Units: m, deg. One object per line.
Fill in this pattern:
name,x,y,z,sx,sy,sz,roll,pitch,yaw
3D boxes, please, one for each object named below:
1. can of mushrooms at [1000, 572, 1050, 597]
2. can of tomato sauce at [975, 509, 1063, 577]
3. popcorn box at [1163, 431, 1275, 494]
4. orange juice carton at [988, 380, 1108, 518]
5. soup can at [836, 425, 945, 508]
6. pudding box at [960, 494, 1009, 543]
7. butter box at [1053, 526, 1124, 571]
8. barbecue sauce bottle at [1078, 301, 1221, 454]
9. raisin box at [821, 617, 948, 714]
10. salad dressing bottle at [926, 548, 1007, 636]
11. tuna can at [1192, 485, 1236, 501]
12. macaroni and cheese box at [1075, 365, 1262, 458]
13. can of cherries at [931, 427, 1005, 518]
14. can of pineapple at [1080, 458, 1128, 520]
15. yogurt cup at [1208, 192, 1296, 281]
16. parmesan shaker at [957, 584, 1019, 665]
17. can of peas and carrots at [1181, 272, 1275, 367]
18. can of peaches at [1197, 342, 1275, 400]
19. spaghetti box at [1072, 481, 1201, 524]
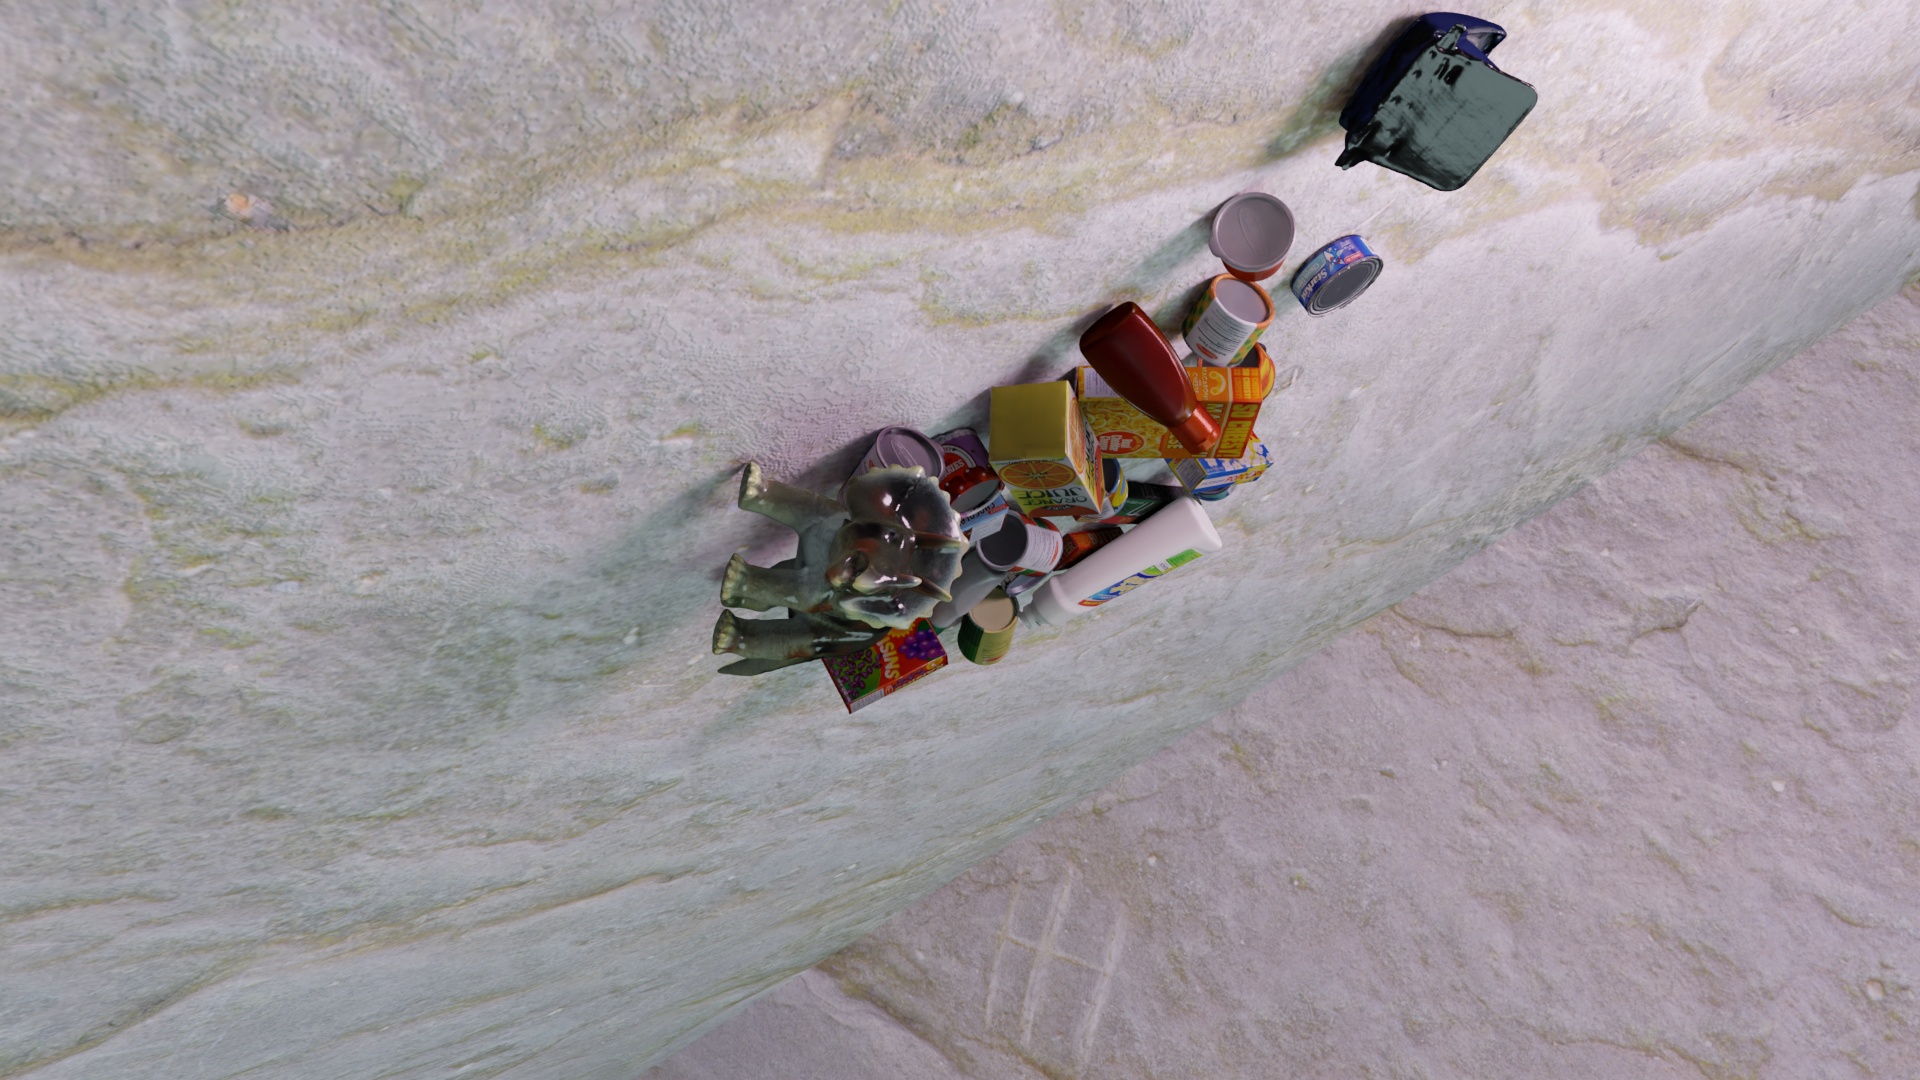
can of mushrooms,0.072,0.034,1.621,0.071,0.033,0.070,-27,160,-11
can of tomato sauce,0.061,0.003,1.492,0.071,0.071,0.083,-38,158,19
popcorn box,0.273,-0.101,1.512,0.127,0.085,0.038,-11,151,-42
orange juice carton,0.085,-0.073,1.280,0.072,0.073,0.192,-3,160,16
soup can,-0.059,-0.049,1.201,0.071,0.071,0.083,-12,153,-41
pudding box,0.005,-0.018,1.414,0.084,0.030,0.049,-24,160,-18
butter box,0.154,0.010,1.692,0.104,0.024,0.053,-7,150,-47
barbecue sauce bottle,0.172,-0.137,1.219,0.064,0.044,0.148,-36,114,20
raisin box,-0.087,0.125,1.537,0.123,0.086,0.040,-26,157,-12
salad dressing bottle,-0.007,0.065,1.572,0.064,0.044,0.147,-9,152,-48
tuna can,0.288,-0.080,1.614,0.071,0.071,0.033,-33,160,5
macaroni and cheese box,0.192,-0.120,1.314,0.166,0.040,0.123,0,158,2
can of cherries,-0.001,-0.060,1.265,0.071,0.058,0.071,-27,160,-11
can of pineapple,0.139,-0.062,1.449,0.071,0.071,0.057,-32,159,3
yogurt cup,0.245,-0.250,1.160,0.072,0.072,0.054,-33,168,5
parmesan shaker,0.036,0.100,1.680,0.071,0.071,0.102,-24,158,-17
can of peas and carrots,0.245,-0.203,1.269,0.071,0.071,0.058,-17,155,-33
can of peaches,0.275,-0.172,1.382,0.071,0.071,0.058,-37,158,16
spaghetti box,0.209,-0.044,1.637,0.050,0.029,0.250,-41,157,28
